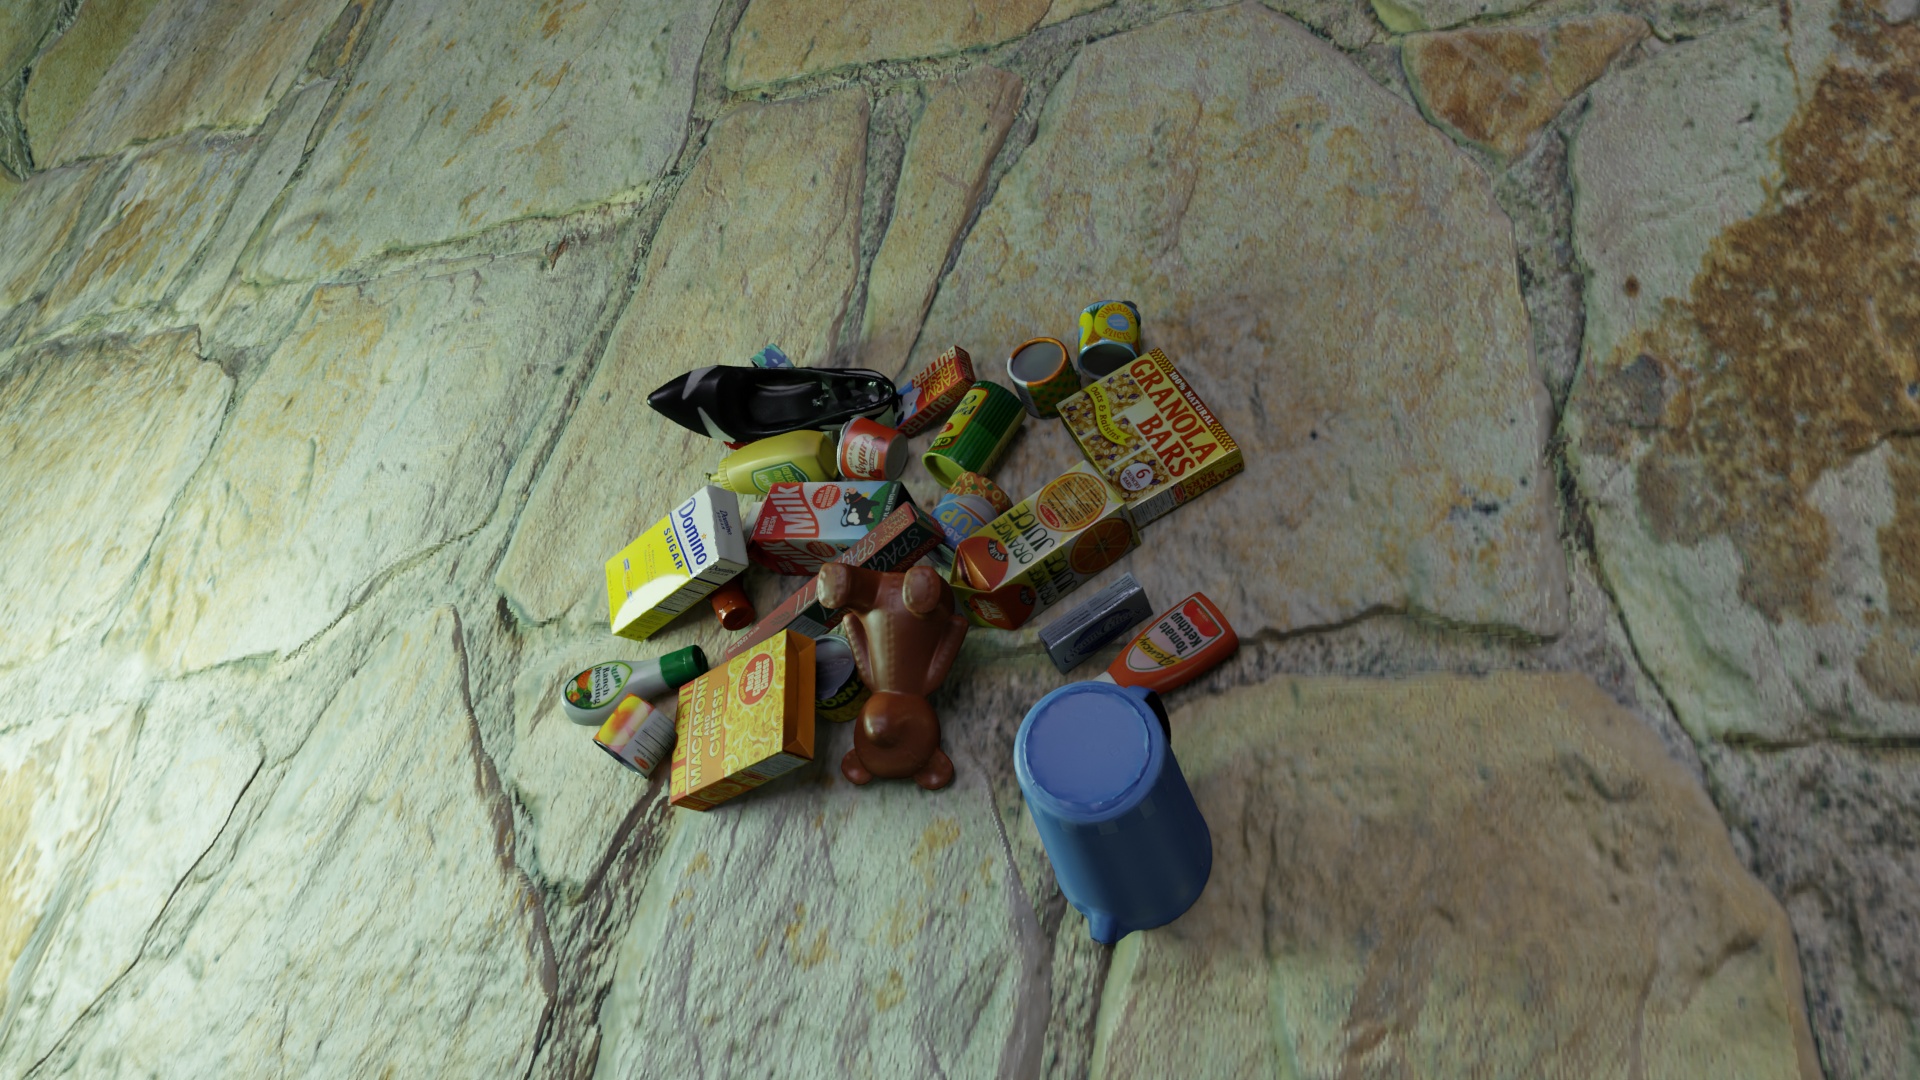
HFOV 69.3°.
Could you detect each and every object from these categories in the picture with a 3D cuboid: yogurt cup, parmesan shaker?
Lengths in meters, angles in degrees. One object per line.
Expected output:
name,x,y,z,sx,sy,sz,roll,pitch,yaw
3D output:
yogurt cup,-0.091,-0.094,1.475,0.054,0.072,0.073,14,63,21
parmesan shaker,0.014,-0.107,1.441,0.071,0.071,0.103,19,65,32

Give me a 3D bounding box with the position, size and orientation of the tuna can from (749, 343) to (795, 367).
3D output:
tuna can,-0.207,-0.190,1.589,0.033,0.070,0.071,-39,51,-8

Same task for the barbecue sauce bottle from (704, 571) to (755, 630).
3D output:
barbecue sauce bottle,-0.259,0.032,1.465,0.065,0.043,0.149,-40,51,8

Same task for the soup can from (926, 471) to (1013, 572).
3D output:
soup can,0.005,-0.017,1.375,0.071,0.071,0.084,24,68,34

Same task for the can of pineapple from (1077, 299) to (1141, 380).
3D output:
can of pineapple,0.156,-0.209,1.452,0.071,0.070,0.058,-7,55,18

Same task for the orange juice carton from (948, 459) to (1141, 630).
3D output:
orange juice carton,0.068,0.015,1.325,0.193,0.071,0.073,-34,50,-4

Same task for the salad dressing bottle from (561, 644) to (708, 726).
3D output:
salad dressing bottle,-0.331,0.145,1.414,0.147,0.043,0.064,-19,50,9

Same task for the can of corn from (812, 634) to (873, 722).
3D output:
can of corn,-0.120,0.134,1.326,0.071,0.058,0.071,-11,53,15

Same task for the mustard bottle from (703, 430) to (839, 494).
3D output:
mustard bottle,-0.212,-0.078,1.516,0.160,0.065,0.049,-10,47,23

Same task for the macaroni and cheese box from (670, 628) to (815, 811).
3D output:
macaroni and cheese box,-0.205,0.170,1.301,0.166,0.040,0.124,-28,49,34

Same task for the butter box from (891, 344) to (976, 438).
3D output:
butter box,-0.030,-0.161,1.497,0.103,0.024,0.053,-35,46,27

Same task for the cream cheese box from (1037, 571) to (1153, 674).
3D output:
cream cheese box,0.124,0.075,1.271,0.104,0.053,0.024,-34,52,-3

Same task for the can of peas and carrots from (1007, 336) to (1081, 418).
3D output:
can of peas and carrots,0.090,-0.173,1.459,0.071,0.058,0.071,-11,54,15

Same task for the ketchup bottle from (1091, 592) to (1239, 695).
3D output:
ketchup bottle,0.171,0.110,1.234,0.149,0.043,0.065,-34,51,-3

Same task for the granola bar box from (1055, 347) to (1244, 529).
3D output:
granola bar box,0.187,-0.104,1.383,0.124,0.039,0.166,-30,50,1

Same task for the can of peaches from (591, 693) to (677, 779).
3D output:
can of peaches,-0.318,0.190,1.362,0.071,0.071,0.058,23,67,33

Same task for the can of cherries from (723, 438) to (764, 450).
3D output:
can of cherries,-0.256,-0.143,1.580,0.071,0.058,0.072,-10,54,15

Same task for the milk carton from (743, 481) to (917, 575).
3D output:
milk carton,-0.142,-0.012,1.429,0.190,0.073,0.073,1,57,23

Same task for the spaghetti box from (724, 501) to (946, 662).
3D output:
spaghetti box,-0.122,0.053,1.345,0.249,0.050,0.029,-39,49,15
